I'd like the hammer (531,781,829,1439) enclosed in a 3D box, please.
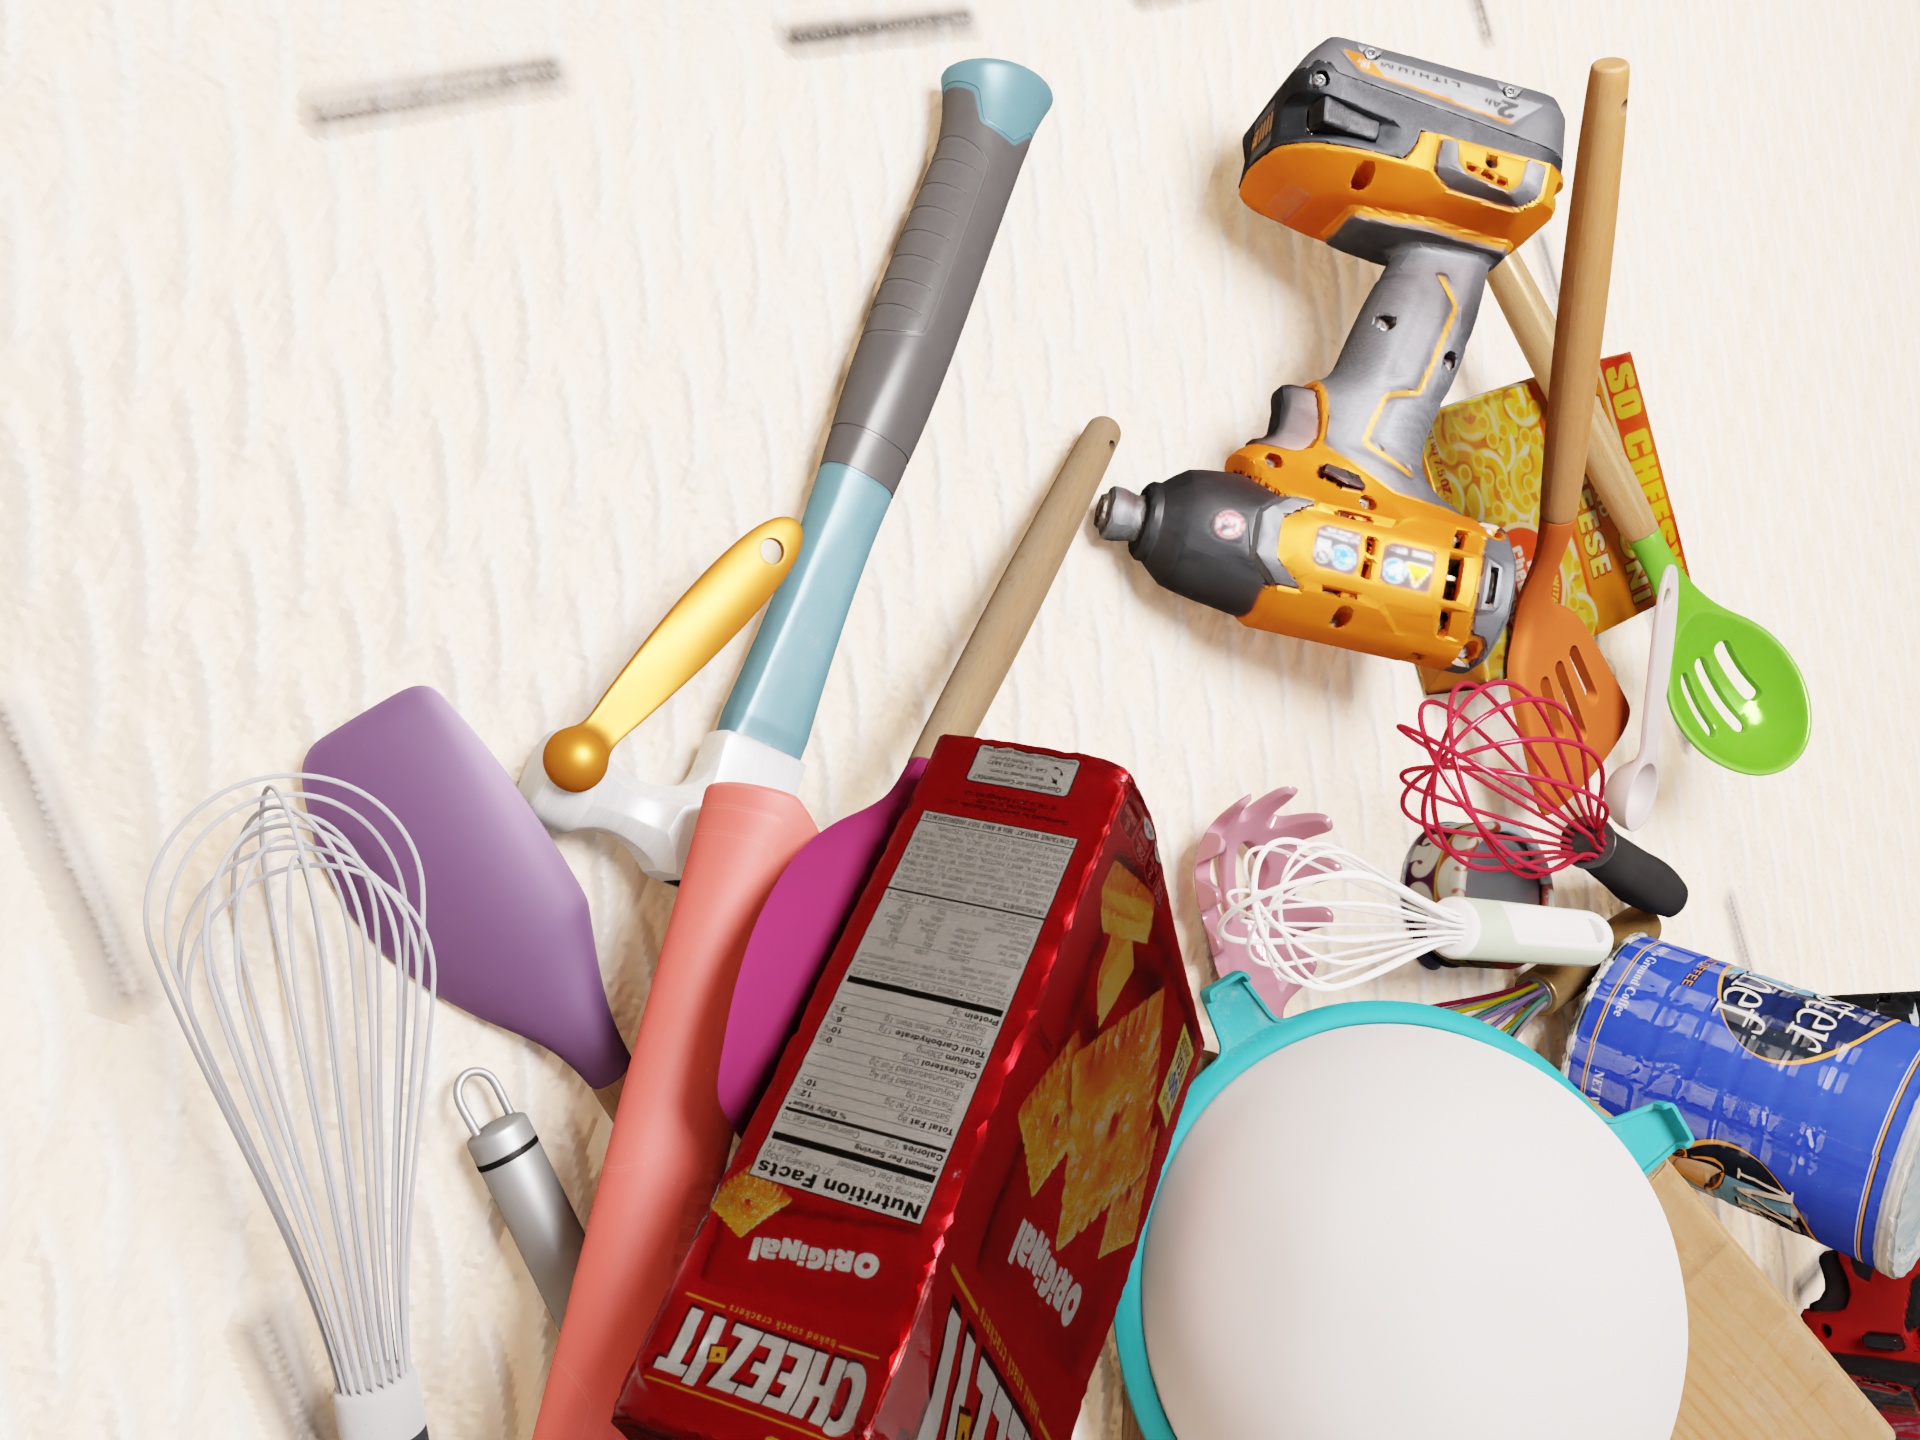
[{"bbox_3d":[-0.105,0.188,0.423,0.149,0.037,0.359,24,70,-35],"label":"hammer"}]

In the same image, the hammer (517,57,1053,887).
[{"bbox_3d":[-0.033,-0.095,0.552,0.128,0.033,0.331,28,70,-27],"label":"hammer"}]

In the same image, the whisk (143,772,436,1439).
[{"bbox_3d":[-0.163,0.155,0.429,0.070,0.070,0.284,-11,96,-34],"label":"whisk"}]

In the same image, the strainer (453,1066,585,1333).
[{"bbox_3d":[-0.091,0.219,0.477,0.087,0.050,0.258,-28,95,-37],"label":"strainer"}]

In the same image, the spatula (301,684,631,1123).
[{"bbox_3d":[-0.096,0.131,0.493,0.060,0.018,0.315,-33,106,-6],"label":"spatula"}]

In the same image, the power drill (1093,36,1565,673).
[{"bbox_3d":[0.148,-0.144,0.635,0.164,0.084,0.226,11,84,-8],"label":"power drill"}]

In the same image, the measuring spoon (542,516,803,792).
[{"bbox_3d":[-0.084,-0.023,0.485,0.021,0.011,0.117,48,63,-18],"label":"measuring spoon"}]

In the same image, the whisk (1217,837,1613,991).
[{"bbox_3d":[0.190,0.081,0.627,0.246,0.059,0.058,10,54,-40],"label":"whisk"}]

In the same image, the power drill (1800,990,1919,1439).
[{"bbox_3d":[0.437,0.245,0.773,0.078,0.143,0.220,6,75,-37],"label":"power drill"}]

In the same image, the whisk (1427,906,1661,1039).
[{"bbox_3d":[0.246,0.127,0.710,0.245,0.051,0.047,-18,90,-37],"label":"whisk"}]

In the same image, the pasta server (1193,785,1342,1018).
[{"bbox_3d":[0.134,0.184,0.631,0.060,0.040,0.316,-9,91,-26],"label":"pasta server"}]

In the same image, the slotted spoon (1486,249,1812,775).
[{"bbox_3d":[0.303,-0.109,0.730,0.070,0.031,0.313,-36,102,-12],"label":"slotted spoon"}]

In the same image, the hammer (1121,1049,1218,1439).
[{"bbox_3d":[0.075,0.289,0.584,0.130,0.031,0.331,10,79,-32],"label":"hammer"}]

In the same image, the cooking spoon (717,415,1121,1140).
[{"bbox_3d":[-0.001,-0.002,0.524,0.319,0.017,0.068,-63,145,-37],"label":"cooking spoon"}]

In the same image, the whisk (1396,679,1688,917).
[{"bbox_3d":[0.255,0.046,0.663,0.295,0.073,0.073,24,71,-49],"label":"whisk"}]

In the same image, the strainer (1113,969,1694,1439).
[{"bbox_3d":[0.147,0.259,0.522,0.211,0.095,0.340,18,74,-4],"label":"strainer"}]

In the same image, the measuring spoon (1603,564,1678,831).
[{"bbox_3d":[0.312,-0.010,0.729,0.034,0.018,0.124,-9,107,-44],"label":"measuring spoon"}]

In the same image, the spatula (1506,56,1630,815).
[{"bbox_3d":[0.251,-0.100,0.638,0.081,0.041,0.322,-39,138,-28],"label":"spatula"}]
